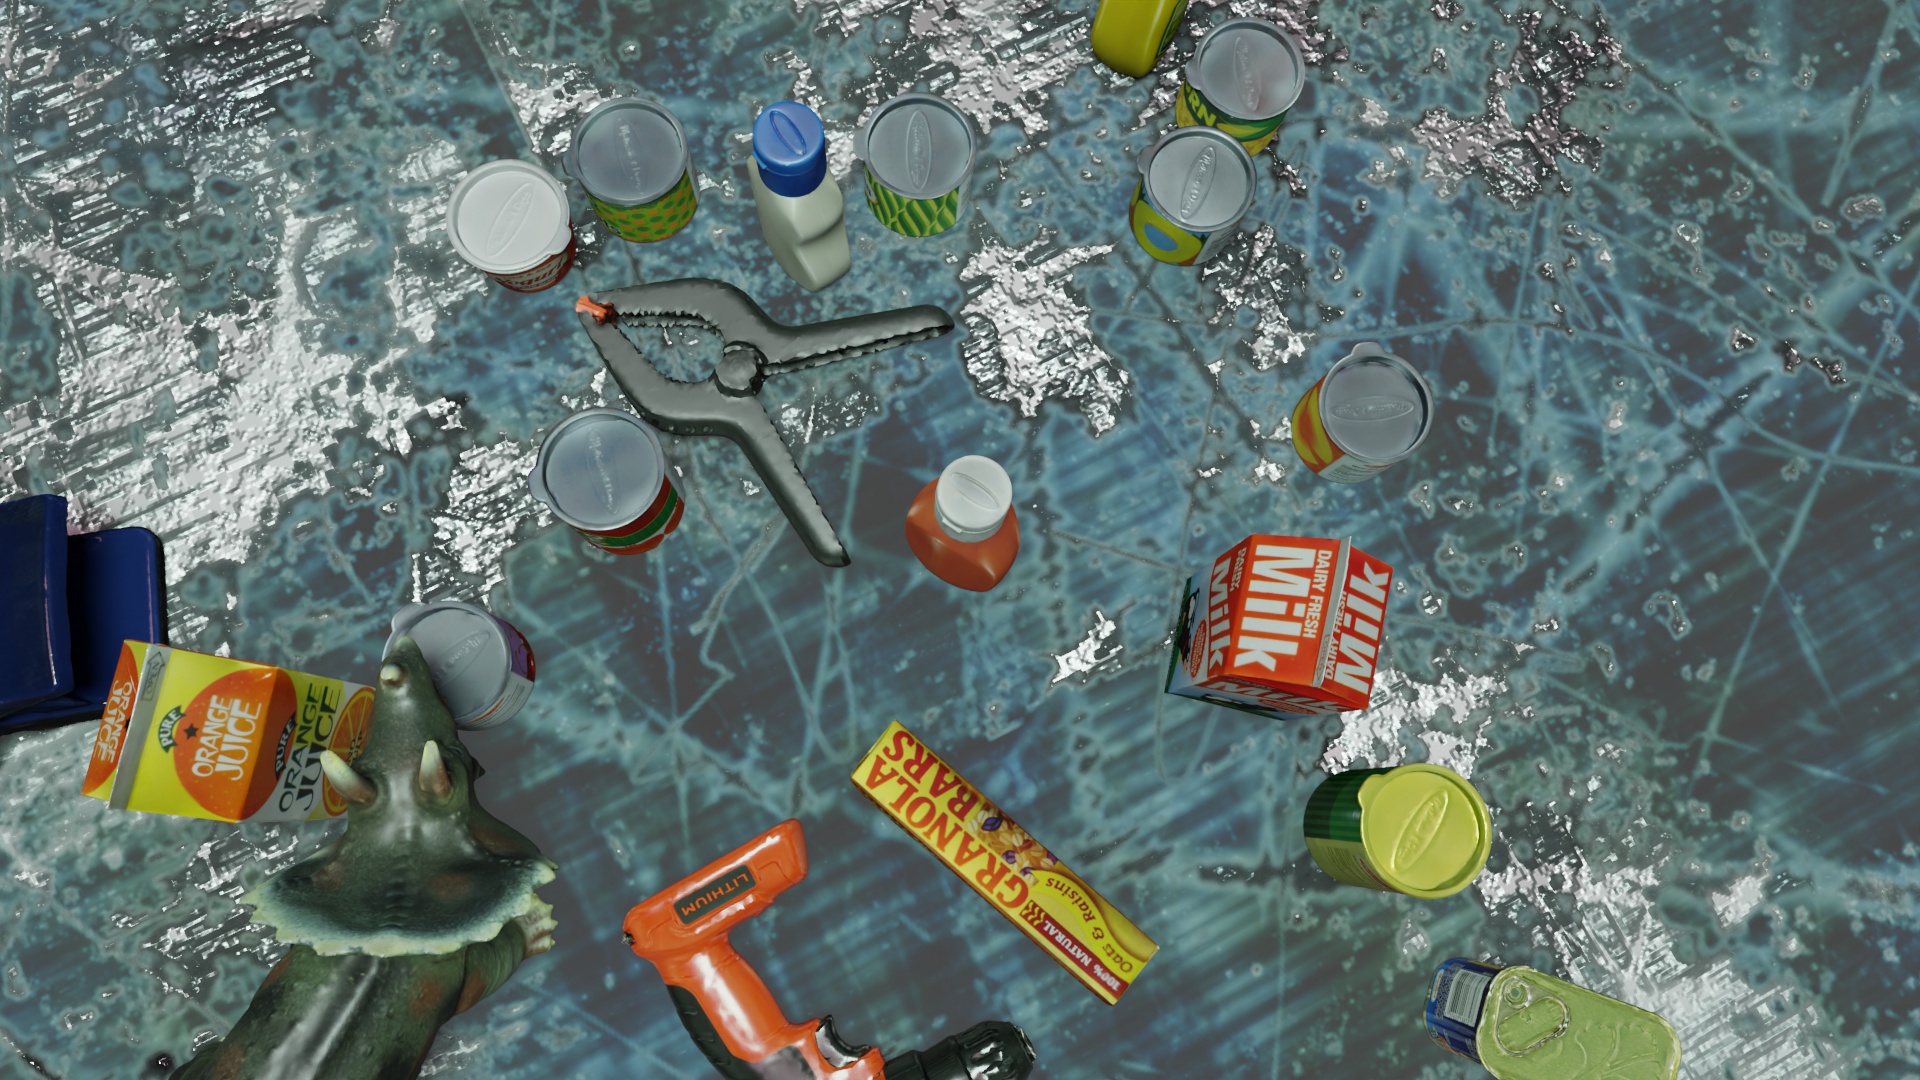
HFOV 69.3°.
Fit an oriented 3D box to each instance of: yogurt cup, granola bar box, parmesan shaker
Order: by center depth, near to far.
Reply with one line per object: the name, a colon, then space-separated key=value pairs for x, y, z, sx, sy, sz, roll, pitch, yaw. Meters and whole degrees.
granola bar box: x=0.017 y=0.163 z=0.713 sx=0.165 sy=0.124 sz=0.039 roll=40 pitch=80 yaw=5
parmesan shaker: x=0.226 y=0.151 z=0.738 sx=0.071 sy=0.103 sz=0.071 roll=1 pitch=79 yaw=-3
yogurt cup: x=-0.255 y=-0.177 z=0.800 sx=0.072 sy=0.054 sz=0.072 roll=1 pitch=79 yaw=-3

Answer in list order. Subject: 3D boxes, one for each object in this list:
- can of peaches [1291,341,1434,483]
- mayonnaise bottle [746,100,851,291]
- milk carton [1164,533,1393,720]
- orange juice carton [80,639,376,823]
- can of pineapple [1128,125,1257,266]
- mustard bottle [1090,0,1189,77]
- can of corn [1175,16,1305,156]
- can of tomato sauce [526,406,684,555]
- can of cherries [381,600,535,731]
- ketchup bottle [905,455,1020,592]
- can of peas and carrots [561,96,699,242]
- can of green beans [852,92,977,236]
can of peaches: x=0.231 y=-0.072 z=0.806 sx=0.071 sy=0.058 sz=0.071 roll=1 pitch=79 yaw=-3
mayonnaise bottle: x=-0.089 y=-0.190 z=0.764 sx=0.041 sy=0.148 sz=0.065 roll=-35 pitch=83 yaw=-9
milk carton: x=0.163 y=0.047 z=0.711 sx=0.073 sy=0.190 sz=0.072 roll=13 pitch=79 yaw=-1
orange juice carton: x=-0.351 y=0.094 z=0.671 sx=0.073 sy=0.192 sz=0.072 roll=10 pitch=79 yaw=-1
can of pineapple: x=0.135 y=-0.205 z=0.826 sx=0.071 sy=0.057 sz=0.071 roll=1 pitch=79 yaw=-3
mustard bottle: x=0.113 y=-0.330 z=0.797 sx=0.049 sy=0.160 sz=0.065 roll=28 pitch=79 yaw=2
can of corn: x=0.165 y=-0.271 z=0.841 sx=0.071 sy=0.058 sz=0.071 roll=1 pitch=79 yaw=-3
can of tomato sauce: x=-0.191 y=-0.029 z=0.760 sx=0.071 sy=0.083 sz=0.071 roll=1 pitch=79 yaw=-3
can of cherries: x=-0.270 y=0.066 z=0.749 sx=0.071 sy=0.058 sz=0.071 roll=1 pitch=79 yaw=-3
ketchup bottle: x=0.003 y=-0.009 z=0.734 sx=0.065 sy=0.148 sz=0.043 roll=34 pitch=80 yaw=3
can of peas and carrots: x=-0.190 y=-0.213 z=0.809 sx=0.071 sy=0.058 sz=0.071 roll=1 pitch=79 yaw=-3
can of green beans: x=-0.025 y=-0.221 z=0.820 sx=0.071 sy=0.057 sz=0.071 roll=1 pitch=79 yaw=-3
